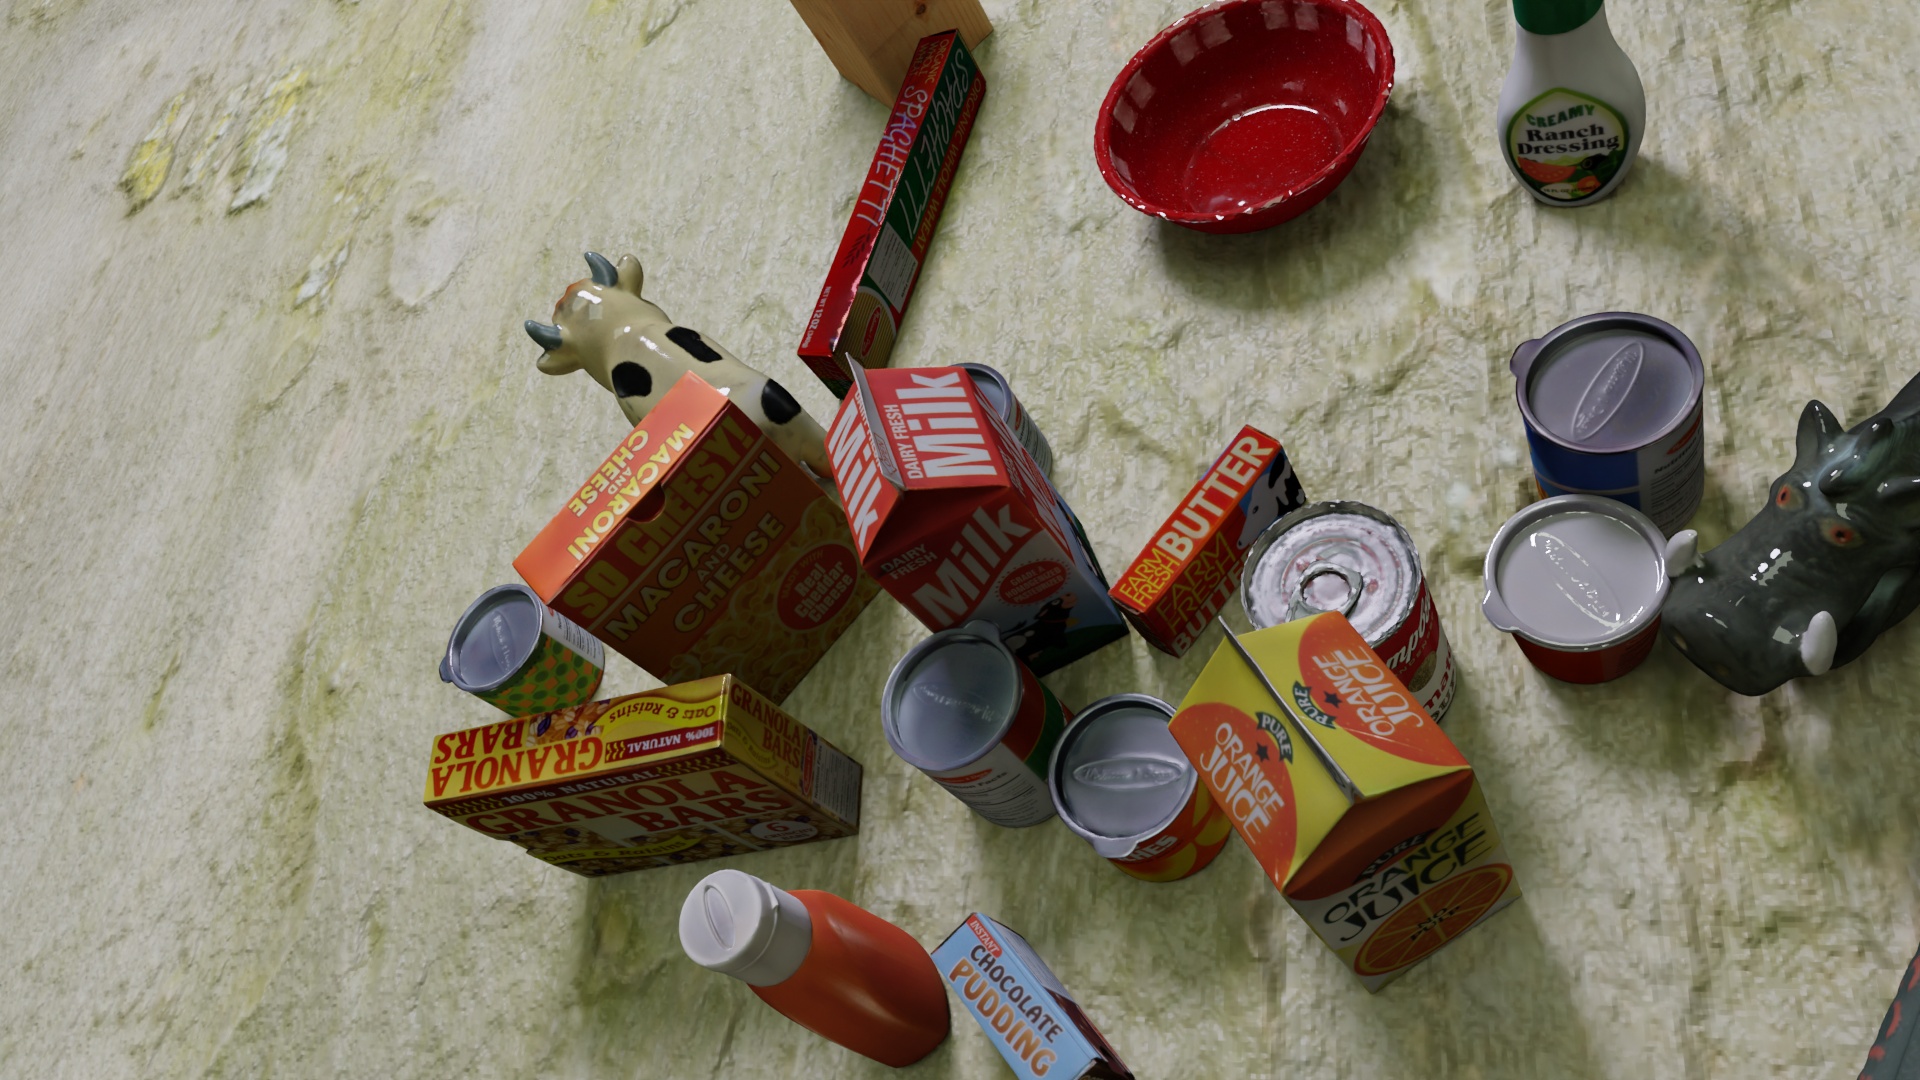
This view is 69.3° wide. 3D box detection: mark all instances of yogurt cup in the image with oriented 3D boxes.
[{"bbox_3d":[0.249,0.023,0.557,0.072,0.053,0.073,-13,57,21],"label":"yogurt cup"}]

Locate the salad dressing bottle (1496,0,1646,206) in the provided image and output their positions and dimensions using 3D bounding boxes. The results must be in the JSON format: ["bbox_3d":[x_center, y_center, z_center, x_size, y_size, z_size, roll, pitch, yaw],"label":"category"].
[{"bbox_3d":[0.273,-0.215,0.628,0.064,0.147,0.044,4,64,30],"label":"salad dressing bottle"}]

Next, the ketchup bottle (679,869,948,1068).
[{"bbox_3d":[-0.057,0.172,0.569,0.043,0.148,0.065,-36,51,5],"label":"ketchup bottle"}]

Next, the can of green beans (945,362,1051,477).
[{"bbox_3d":[0.007,-0.050,0.727,0.071,0.057,0.071,-13,57,21],"label":"can of green beans"}]

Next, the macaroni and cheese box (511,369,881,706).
[{"bbox_3d":[-0.117,0.013,0.686,0.124,0.166,0.040,-49,52,-6],"label":"macaroni and cheese box"}]

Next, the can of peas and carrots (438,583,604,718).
[{"bbox_3d":[-0.249,0.068,0.791,0.071,0.058,0.071,-13,57,21],"label":"can of peas and carrots"}]

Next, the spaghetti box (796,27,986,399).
[{"bbox_3d":[-0.037,-0.202,0.848,0.028,0.050,0.251,4,64,30],"label":"spaghetti box"}]

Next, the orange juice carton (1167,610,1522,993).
[{"bbox_3d":[0.135,0.090,0.488,0.073,0.192,0.072,-36,52,5],"label":"orange juice carton"}]

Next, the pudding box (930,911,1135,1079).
[{"bbox_3d":[0.030,0.196,0.571,0.030,0.049,0.084,-44,51,-2],"label":"pudding box"}]

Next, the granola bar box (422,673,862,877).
[{"bbox_3d":[-0.149,0.118,0.666,0.165,0.124,0.039,-13,57,21],"label":"granola bar box"}]

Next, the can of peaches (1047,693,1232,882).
[{"bbox_3d":[0.078,0.109,0.593,0.071,0.058,0.071,-13,57,21],"label":"can of peaches"}]

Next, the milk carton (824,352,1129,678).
[{"bbox_3d":[0.002,-0.008,0.619,0.073,0.190,0.072,-28,53,11],"label":"milk carton"}]

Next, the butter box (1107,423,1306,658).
[{"bbox_3d":[0.116,0.002,0.641,0.024,0.053,0.103,35,81,38],"label":"butter box"}]

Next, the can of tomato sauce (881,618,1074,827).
[{"bbox_3d":[0.013,0.084,0.627,0.071,0.083,0.071,-13,57,21],"label":"can of tomato sauce"}]

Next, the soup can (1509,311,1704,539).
[{"bbox_3d":[0.265,-0.044,0.569,0.071,0.083,0.071,-13,57,21],"label":"soup can"}]
